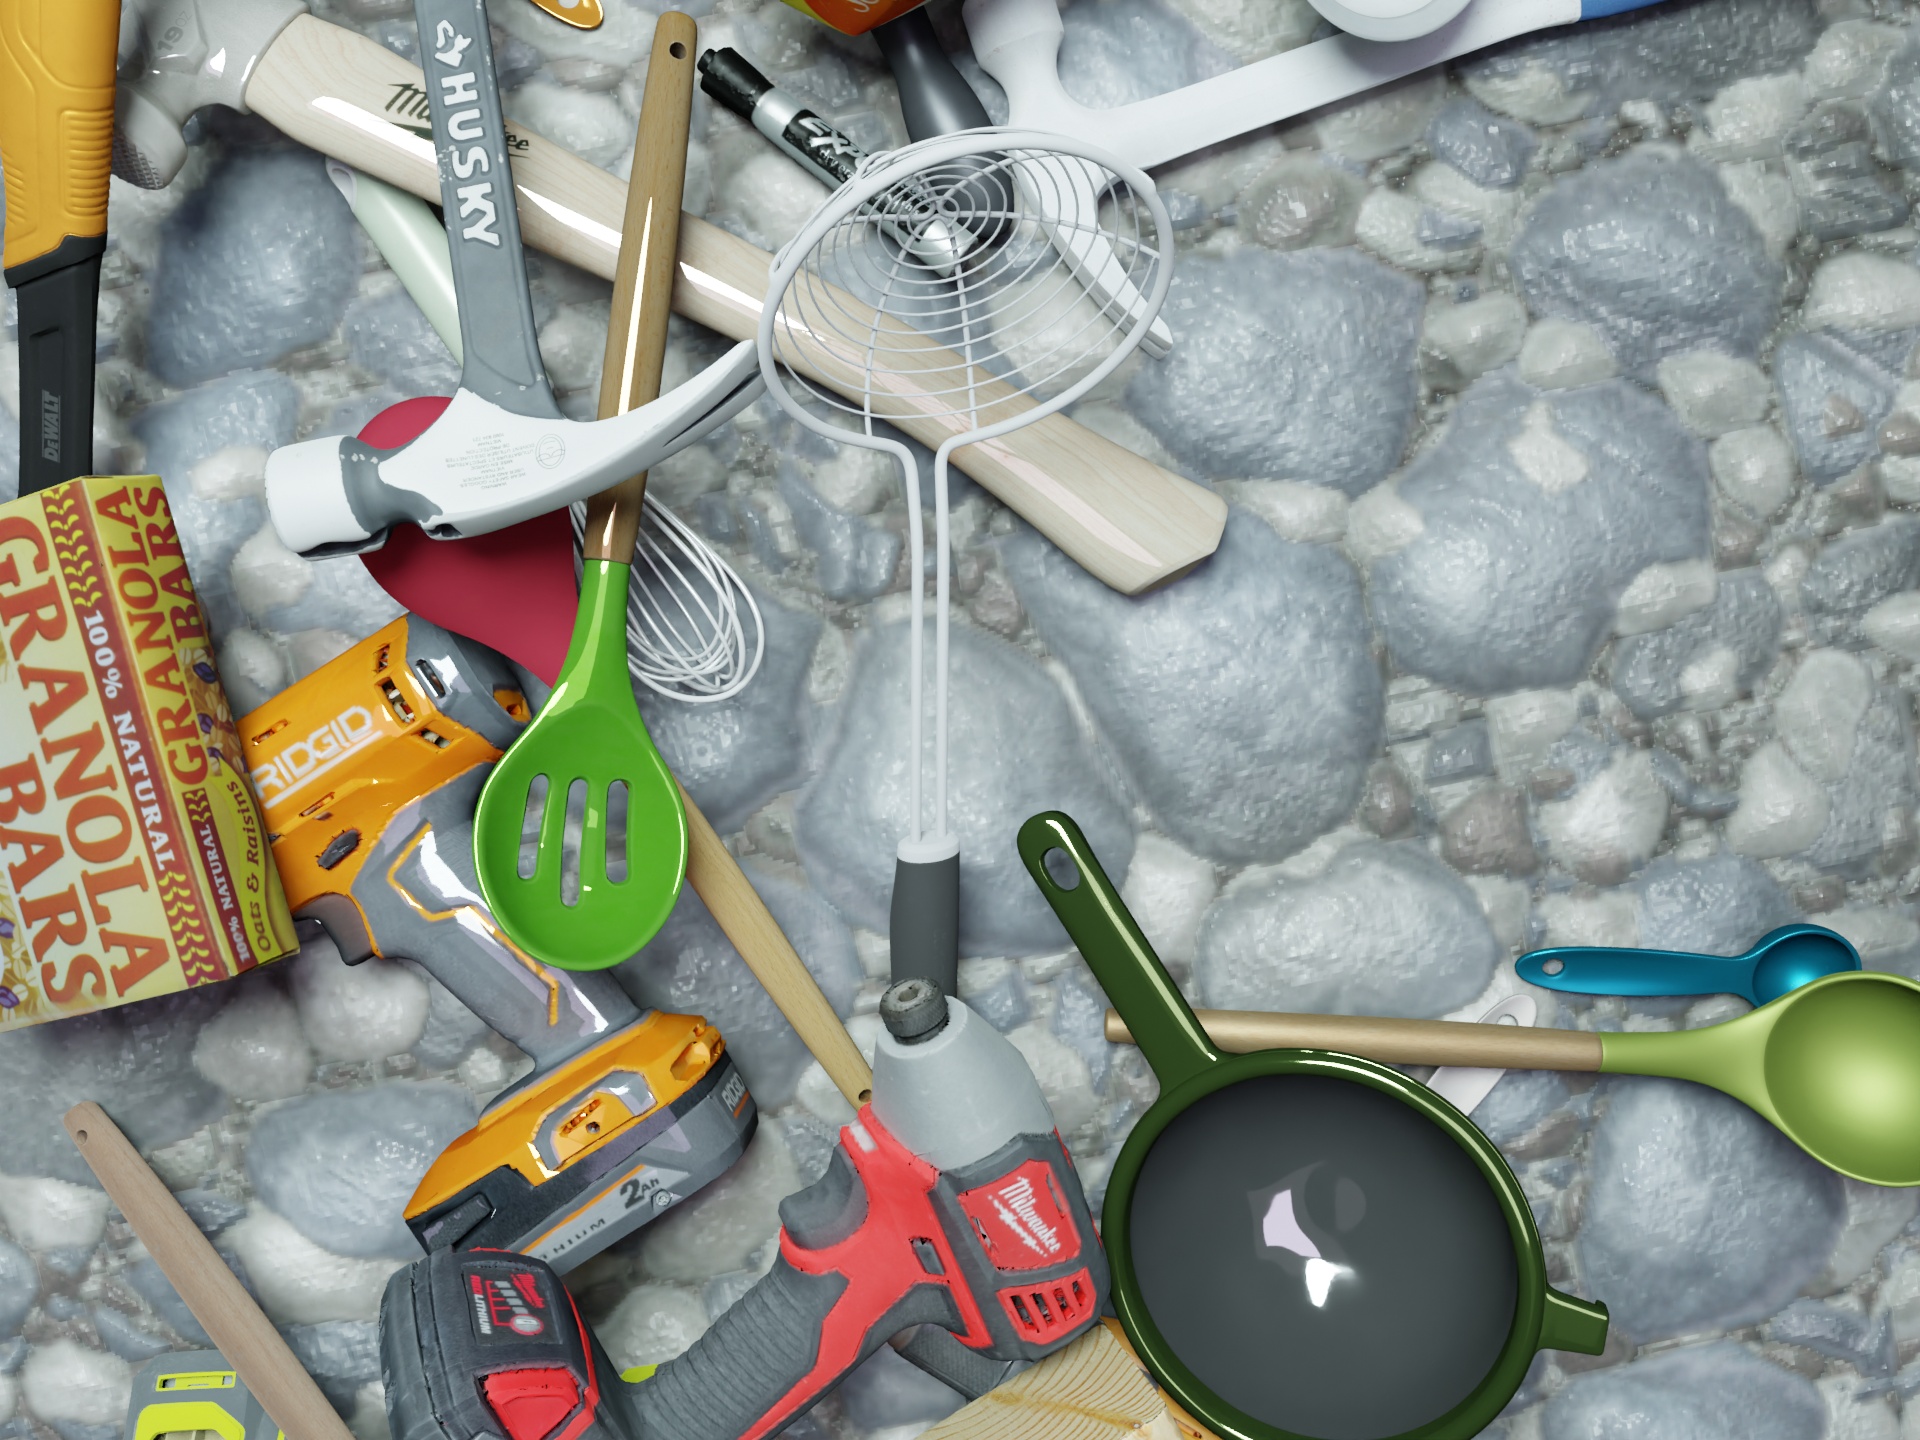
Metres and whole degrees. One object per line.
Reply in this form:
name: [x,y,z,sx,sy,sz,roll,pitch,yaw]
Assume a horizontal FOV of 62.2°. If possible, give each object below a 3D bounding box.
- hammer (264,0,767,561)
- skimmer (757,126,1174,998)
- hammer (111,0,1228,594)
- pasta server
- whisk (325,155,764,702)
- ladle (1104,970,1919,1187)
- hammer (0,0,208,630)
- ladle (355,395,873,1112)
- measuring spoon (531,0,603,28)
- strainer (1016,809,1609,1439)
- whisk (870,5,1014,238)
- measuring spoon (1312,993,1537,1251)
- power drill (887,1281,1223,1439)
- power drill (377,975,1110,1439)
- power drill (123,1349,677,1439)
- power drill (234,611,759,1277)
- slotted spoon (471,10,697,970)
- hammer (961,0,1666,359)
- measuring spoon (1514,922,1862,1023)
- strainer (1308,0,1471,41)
hammer: [-0.164,-0.257,0.514,0.149,0.036,0.409,-11,78,0]
skimmer: [-0.001,-0.002,0.521,0.127,0.090,0.363,-7,113,-20]
hammer: [-0.085,-0.166,0.569,0.410,0.038,0.146,26,71,-9]
pasta server: [-0.224,0.242,0.540,0.316,0.040,0.060,40,92,21]
whisk: [-0.153,-0.110,0.579,0.059,0.058,0.246,-36,92,-34]
ladle: [0.215,0.125,0.594,0.320,0.062,0.078,3,91,3]
hammer: [-0.289,-0.170,0.495,0.127,0.034,0.336,21,122,-3]
ladle: [-0.108,0.027,0.563,0.069,0.031,0.315,-34,110,-9]
measuring spoon: [-0.179,-0.292,0.580,0.117,0.011,0.021,38,87,-8]
strainer: [0.103,0.140,0.581,0.151,0.069,0.256,-35,81,20]
whisk: [-0.047,-0.304,0.564,0.070,0.070,0.284,-27,100,0]
measuring spoon: [0.184,0.156,0.626,0.034,0.018,0.124,42,85,7]
power drill: [0.008,0.326,0.598,0.185,0.084,0.226,33,88,-5]
power drill: [-0.064,0.181,0.515,0.219,0.079,0.143,-26,115,-14]
power drill: [-0.189,0.313,0.564,0.223,0.080,0.171,-2,63,-3]
power drill: [-0.193,0.092,0.573,0.164,0.084,0.226,-32,90,1]
slotted spoon: [-0.110,-0.077,0.521,0.070,0.031,0.314,7,88,-25]
hammer: [0.214,-0.260,0.584,0.405,0.035,0.144,-19,94,-1]
measuring spoon: [0.283,0.094,0.625,0.128,0.021,0.042,1,113,6]
strainer: [0.207,-0.275,0.546,0.258,0.050,0.087,-2,100,-8]
